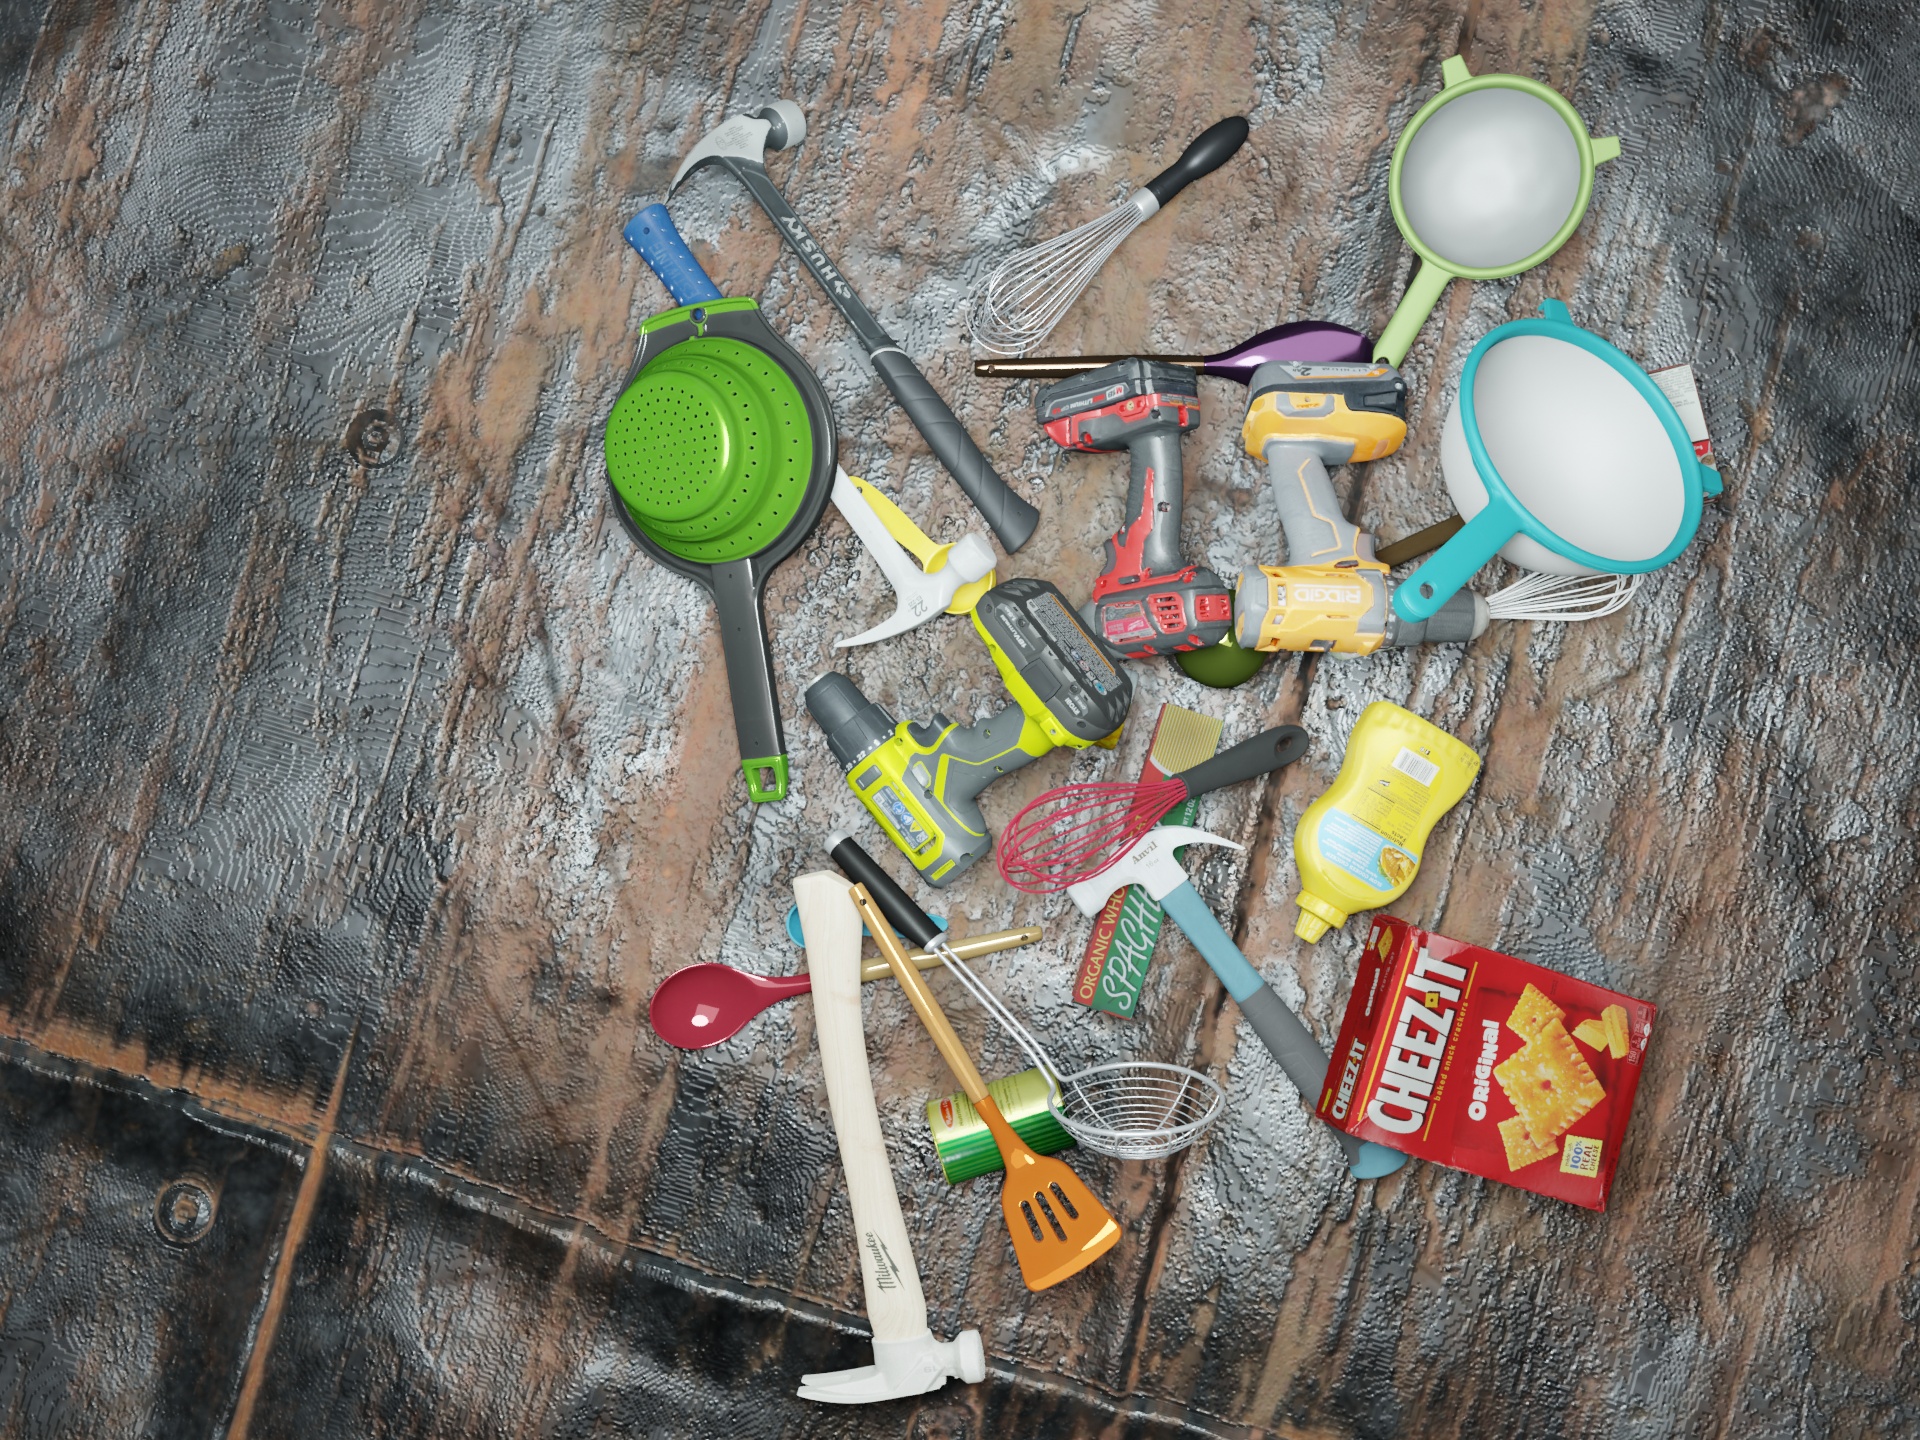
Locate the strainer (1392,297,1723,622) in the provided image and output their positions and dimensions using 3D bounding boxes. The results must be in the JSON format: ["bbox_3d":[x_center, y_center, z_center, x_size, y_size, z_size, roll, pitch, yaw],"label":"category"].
[{"bbox_3d":[0.392,-0.151,1.150,0.340,0.095,0.211,-39,86,-30],"label":"strainer"}]

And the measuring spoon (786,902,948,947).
[{"bbox_3d":[-0.075,0.160,1.270,0.128,0.021,0.042,1,104,-7],"label":"measuring spoon"}]

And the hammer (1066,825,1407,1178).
[{"bbox_3d":[0.230,0.220,1.227,0.128,0.033,0.331,-38,93,-3],"label":"hammer"}]

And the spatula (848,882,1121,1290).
[{"bbox_3d":[0.003,0.261,1.182,0.081,0.041,0.323,-32,83,0],"label":"spatula"}]

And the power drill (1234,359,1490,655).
[{"bbox_3d":[0.301,-0.156,1.207,0.185,0.084,0.226,2,70,2],"label":"power drill"}]

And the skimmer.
[{"bbox_3d":[0.037,0.192,1.198,0.363,0.127,0.090,44,120,18],"label":"skimmer"}]

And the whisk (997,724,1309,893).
[{"bbox_3d":[0.150,0.058,1.197,0.296,0.073,0.073,-20,86,-27],"label":"whisk"}]

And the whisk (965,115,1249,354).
[{"bbox_3d":[0.122,-0.391,1.268,0.284,0.070,0.070,-39,87,-5],"label":"whisk"}]

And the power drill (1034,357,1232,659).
[{"bbox_3d":[0.128,-0.156,1.225,0.143,0.078,0.220,-8,88,44],"label":"power drill"}]

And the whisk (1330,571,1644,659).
[{"bbox_3d":[0.410,-0.086,1.247,0.246,0.059,0.057,-14,115,5],"label":"whisk"}]

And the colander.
[{"bbox_3d":[-0.192,-0.128,1.226,0.204,0.094,0.397,-7,94,20],"label":"colander"}]

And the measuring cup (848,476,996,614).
[{"bbox_3d":[-0.034,-0.144,1.280,0.157,0.029,0.062,43,97,15],"label":"measuring cup"}]

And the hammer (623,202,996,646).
[{"bbox_3d":[-0.143,-0.239,1.266,0.144,0.035,0.405,-39,82,20],"label":"hammer"}]

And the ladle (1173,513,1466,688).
[{"bbox_3d":[0.315,-0.116,1.259,0.320,0.062,0.078,-25,79,-6],"label":"ladle"}]

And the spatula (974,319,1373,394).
[{"bbox_3d":[0.169,-0.286,1.271,0.316,0.018,0.059,0,102,5],"label":"spatula"}]

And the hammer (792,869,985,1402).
[{"bbox_3d":[-0.087,0.322,1.234,0.146,0.038,0.410,-10,92,3],"label":"hammer"}]

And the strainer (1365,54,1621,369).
[{"bbox_3d":[0.388,-0.376,1.259,0.151,0.069,0.256,29,106,5],"label":"strainer"}]

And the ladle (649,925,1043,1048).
[{"bbox_3d":[-0.089,0.200,1.261,0.315,0.031,0.069,-12,100,0],"label":"ladle"}]

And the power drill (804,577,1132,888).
[{"bbox_3d":[-0.002,-0.004,1.206,0.228,0.080,0.190,-41,85,30],"label":"power drill"}]

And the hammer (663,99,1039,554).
[{"bbox_3d":[-0.072,-0.302,1.256,0.149,0.036,0.409,-38,92,-35],"label":"hammer"}]
